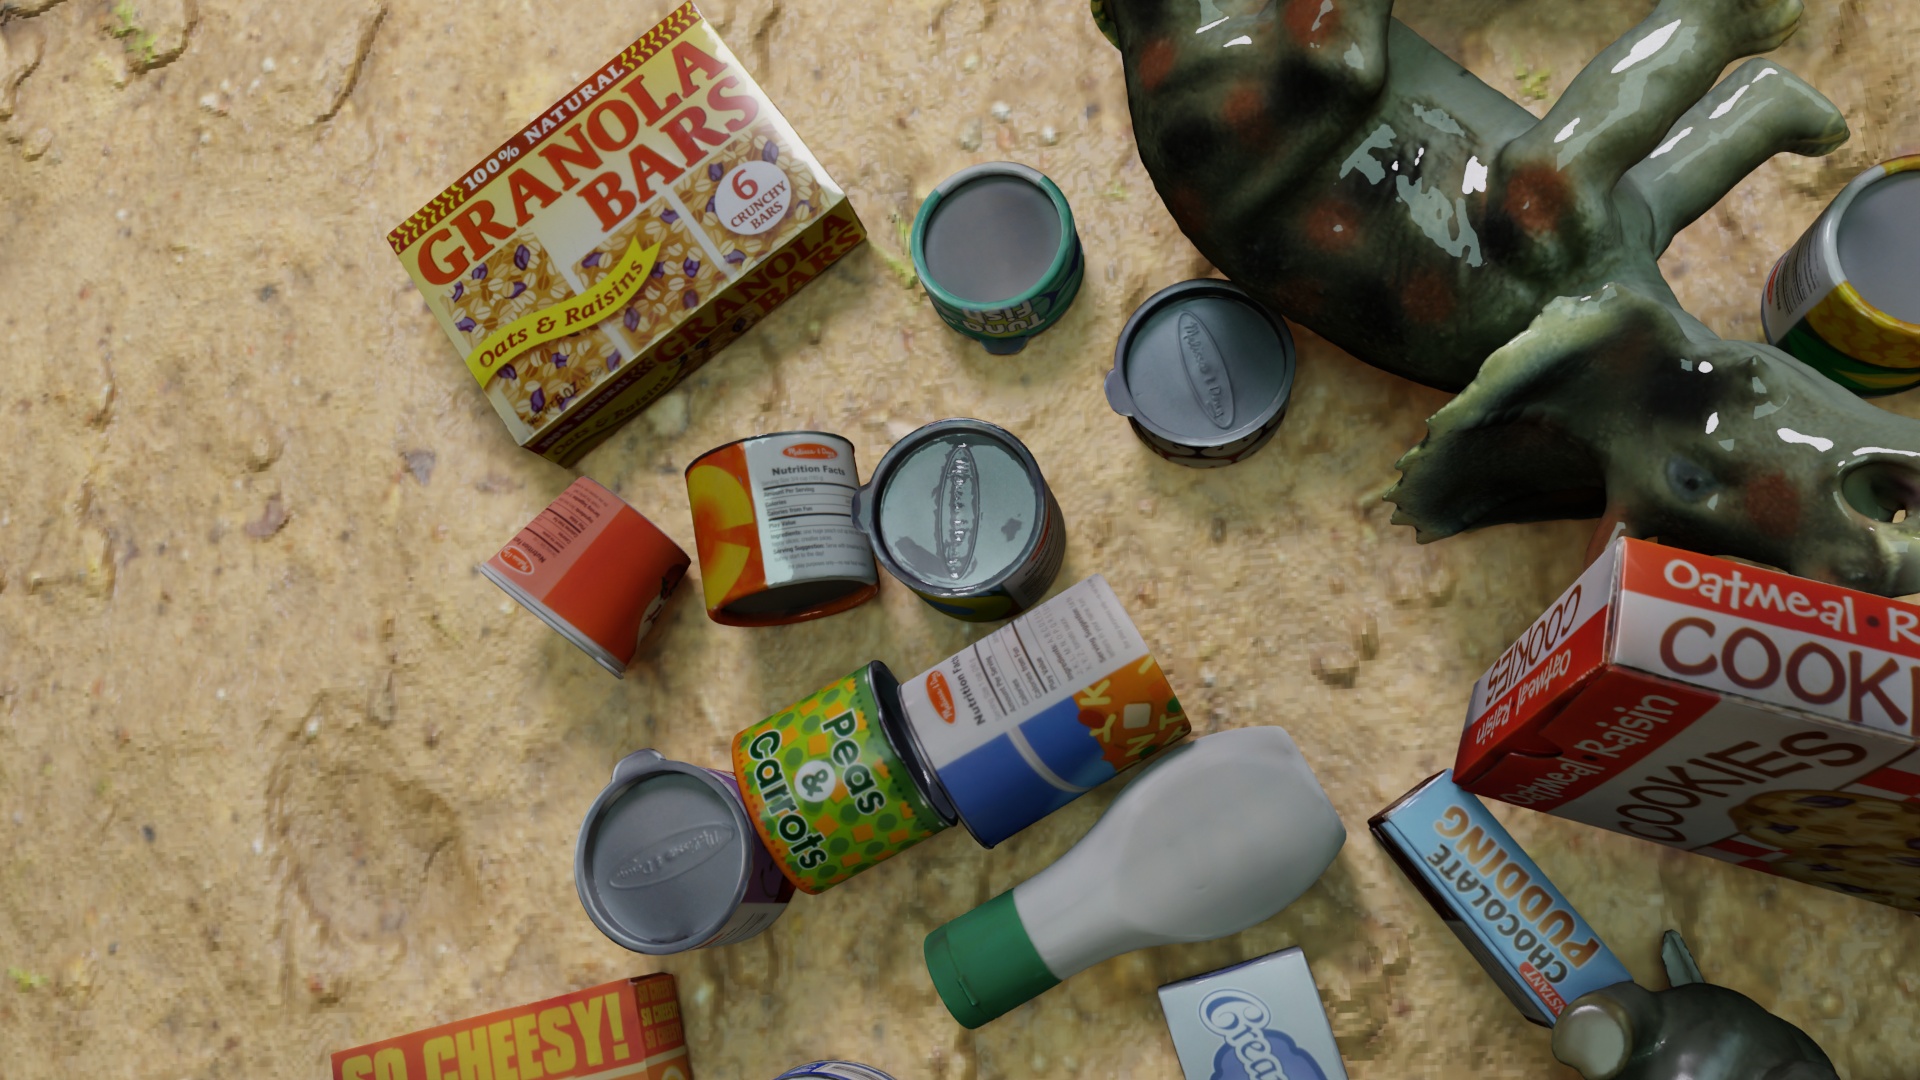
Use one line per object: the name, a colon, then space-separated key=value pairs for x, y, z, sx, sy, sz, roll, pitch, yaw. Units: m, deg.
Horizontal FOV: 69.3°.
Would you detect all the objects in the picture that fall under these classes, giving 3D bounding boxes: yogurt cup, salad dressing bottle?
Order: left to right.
yogurt cup: x=-0.143 y=0.012 z=0.541 sx=0.072 sy=0.072 sz=0.054 roll=34 pitch=77 yaw=17
salad dressing bottle: x=0.058 y=0.119 z=0.482 sx=0.147 sy=0.044 sz=0.064 roll=-30 pitch=92 yaw=6

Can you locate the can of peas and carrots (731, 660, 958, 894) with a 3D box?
can of peas and carrots: x=-0.042 y=0.085 z=0.497 sx=0.059 sy=0.071 sz=0.071 roll=-28 pitch=73 yaw=5

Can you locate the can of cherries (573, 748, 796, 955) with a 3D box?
can of cherries: x=-0.098 y=0.113 z=0.509 sx=0.071 sy=0.058 sz=0.071 roll=-3 pitch=76 yaw=12

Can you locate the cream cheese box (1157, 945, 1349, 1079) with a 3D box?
cream cheese box: x=0.107 y=0.194 z=0.464 sx=0.053 sy=0.024 sz=0.104 roll=-19 pitch=73 yaw=5

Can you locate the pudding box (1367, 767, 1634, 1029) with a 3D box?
pudding box: x=0.174 y=0.117 z=0.456 sx=0.030 sy=0.049 sz=0.084 roll=-38 pitch=72 yaw=-1

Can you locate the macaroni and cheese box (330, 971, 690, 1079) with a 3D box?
macaroni and cheese box: x=-0.151 y=0.252 z=0.494 sx=0.124 sy=0.040 sz=0.167 roll=-16 pitch=74 yaw=8

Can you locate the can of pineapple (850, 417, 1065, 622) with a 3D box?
can of pineapple: x=0.002 y=-0.006 z=0.517 sx=0.071 sy=0.057 sz=0.071 roll=-3 pitch=76 yaw=11

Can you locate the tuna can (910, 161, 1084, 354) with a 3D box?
tuna can: x=0.015 y=-0.113 z=0.554 sx=0.071 sy=0.032 sz=0.071 roll=-3 pitch=75 yaw=11

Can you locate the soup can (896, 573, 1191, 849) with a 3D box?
soup can: x=0.031 y=0.061 z=0.493 sx=0.084 sy=0.071 sz=0.071 roll=-30 pitch=73 yaw=3

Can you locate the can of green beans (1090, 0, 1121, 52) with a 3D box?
can of green beans: x=0.092 y=-0.223 z=0.548 sx=0.071 sy=0.071 sz=0.058 roll=25 pitch=83 yaw=16

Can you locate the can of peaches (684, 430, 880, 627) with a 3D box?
can of peaches: x=-0.068 y=-0.002 z=0.529 sx=0.071 sy=0.071 sz=0.058 roll=-15 pitch=75 yaw=8

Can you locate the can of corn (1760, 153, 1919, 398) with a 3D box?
can of corn: x=0.320 y=-0.088 z=0.471 sx=0.071 sy=0.058 sz=0.071 roll=-3 pitch=76 yaw=11

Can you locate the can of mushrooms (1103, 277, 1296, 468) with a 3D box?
can of mushrooms: x=0.090 y=-0.062 z=0.526 sx=0.071 sy=0.033 sz=0.071 roll=-2 pitch=77 yaw=11

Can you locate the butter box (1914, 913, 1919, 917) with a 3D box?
butter box: x=0.288 y=0.070 z=0.457 sx=0.103 sy=0.024 sz=0.053 roll=38 pitch=86 yaw=17

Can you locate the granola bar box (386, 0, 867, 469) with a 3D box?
granola bar box: x=-0.141 y=-0.129 z=0.588 sx=0.165 sy=0.039 sz=0.124 roll=-37 pitch=73 yaw=1

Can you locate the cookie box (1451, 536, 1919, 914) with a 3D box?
cookie box: x=0.238 y=0.059 z=0.380 sx=0.167 sy=0.122 sz=0.040 roll=14 pitch=67 yaw=8
